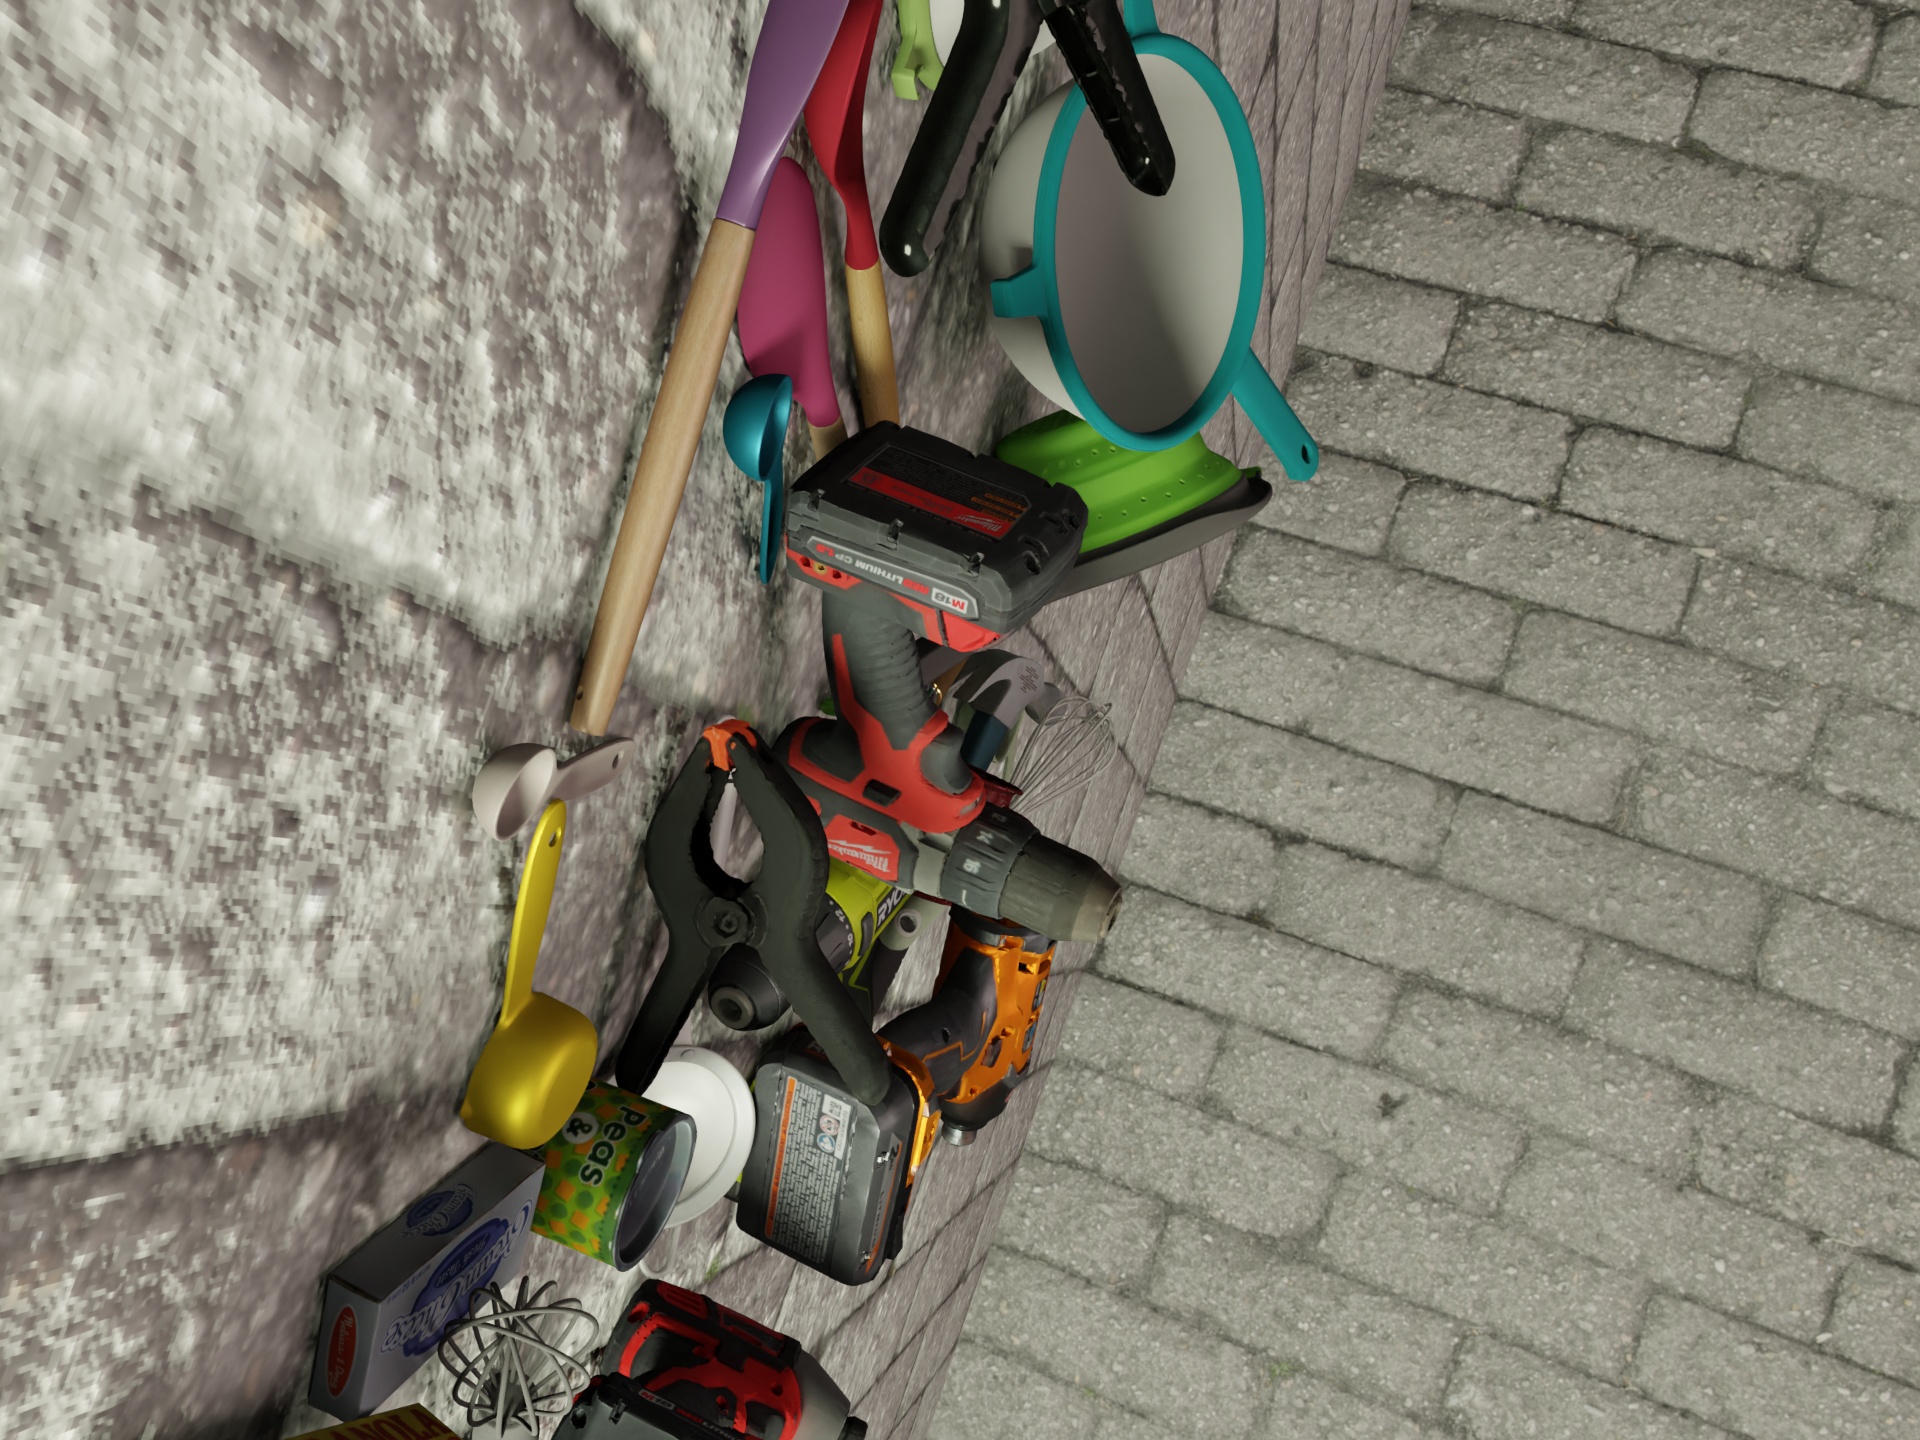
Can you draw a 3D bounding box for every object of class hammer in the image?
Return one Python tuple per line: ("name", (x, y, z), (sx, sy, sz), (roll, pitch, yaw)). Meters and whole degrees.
("hammer", (-0.026, 0.102, 1.076), (0.128, 0.033, 0.331), (40, 72, -55))

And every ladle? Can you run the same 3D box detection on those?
("ladle", (-0.039, -0.183, 0.686), (0.315, 0.031, 0.069), (87, 15, -64))

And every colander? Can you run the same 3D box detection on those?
("colander", (0.040, -0.120, 0.961), (0.397, 0.204, 0.094), (-36, 110, -44))

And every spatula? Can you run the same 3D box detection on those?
("spatula", (-0.082, -0.142, 0.537), (0.018, 0.060, 0.316), (11, 104, -36))

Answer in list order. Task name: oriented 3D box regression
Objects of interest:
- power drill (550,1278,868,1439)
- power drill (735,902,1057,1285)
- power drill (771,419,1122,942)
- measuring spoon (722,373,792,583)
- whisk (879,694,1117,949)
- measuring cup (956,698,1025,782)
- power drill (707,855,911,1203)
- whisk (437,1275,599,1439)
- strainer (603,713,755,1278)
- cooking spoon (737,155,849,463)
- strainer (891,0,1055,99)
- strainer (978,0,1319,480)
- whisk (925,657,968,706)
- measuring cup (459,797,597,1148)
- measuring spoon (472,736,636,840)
("power drill", (-0.116, 0.341, 0.754), (0.078, 0.143, 0.219), (-64, 178, -4))
("power drill", (-0.024, 0.197, 0.847), (0.226, 0.084, 0.164), (-31, 136, -58))
("power drill", (-0.001, -0.002, 0.723), (0.080, 0.188, 0.226), (-49, 156, -44))
("measuring spoon", (-0.085, -0.095, 0.649), (0.128, 0.021, 0.042), (105, 2, -62))
("whisk", (0.028, 0.066, 1.070), (0.246, 0.058, 0.059), (-45, -174, -29))
("measuring cup", (0.023, 0.015, 1.217), (0.167, 0.038, 0.083), (92, 20, -58))
("power drill", (-0.084, 0.169, 0.886), (0.190, 0.080, 0.228), (-47, 151, -55))
("whisk", (-0.175, 0.266, 0.625), (0.055, 0.055, 0.238), (-62, 178, -37))
("strainer", (-0.125, 0.122, 0.720), (0.086, 0.050, 0.258), (5, 101, -32))
("cooking spoon", (-0.057, -0.122, 0.713), (0.318, 0.017, 0.069), (80, 31, -64))
("strainer", (0.050, -0.357, 0.717), (0.256, 0.069, 0.151), (-46, 152, -60))
("strainer", (0.108, -0.231, 0.910), (0.340, 0.095, 0.211), (36, 71, -50))
("whisk", (-0.027, -0.011, 0.940), (0.051, 0.047, 0.245), (-52, -177, 24))
("measuring cup", (-0.148, 0.095, 0.577), (0.062, 0.029, 0.156), (-53, 164, -56))
("measuring spoon", (-0.143, 0.017, 0.563), (0.034, 0.018, 0.124), (-64, 176, 8))
